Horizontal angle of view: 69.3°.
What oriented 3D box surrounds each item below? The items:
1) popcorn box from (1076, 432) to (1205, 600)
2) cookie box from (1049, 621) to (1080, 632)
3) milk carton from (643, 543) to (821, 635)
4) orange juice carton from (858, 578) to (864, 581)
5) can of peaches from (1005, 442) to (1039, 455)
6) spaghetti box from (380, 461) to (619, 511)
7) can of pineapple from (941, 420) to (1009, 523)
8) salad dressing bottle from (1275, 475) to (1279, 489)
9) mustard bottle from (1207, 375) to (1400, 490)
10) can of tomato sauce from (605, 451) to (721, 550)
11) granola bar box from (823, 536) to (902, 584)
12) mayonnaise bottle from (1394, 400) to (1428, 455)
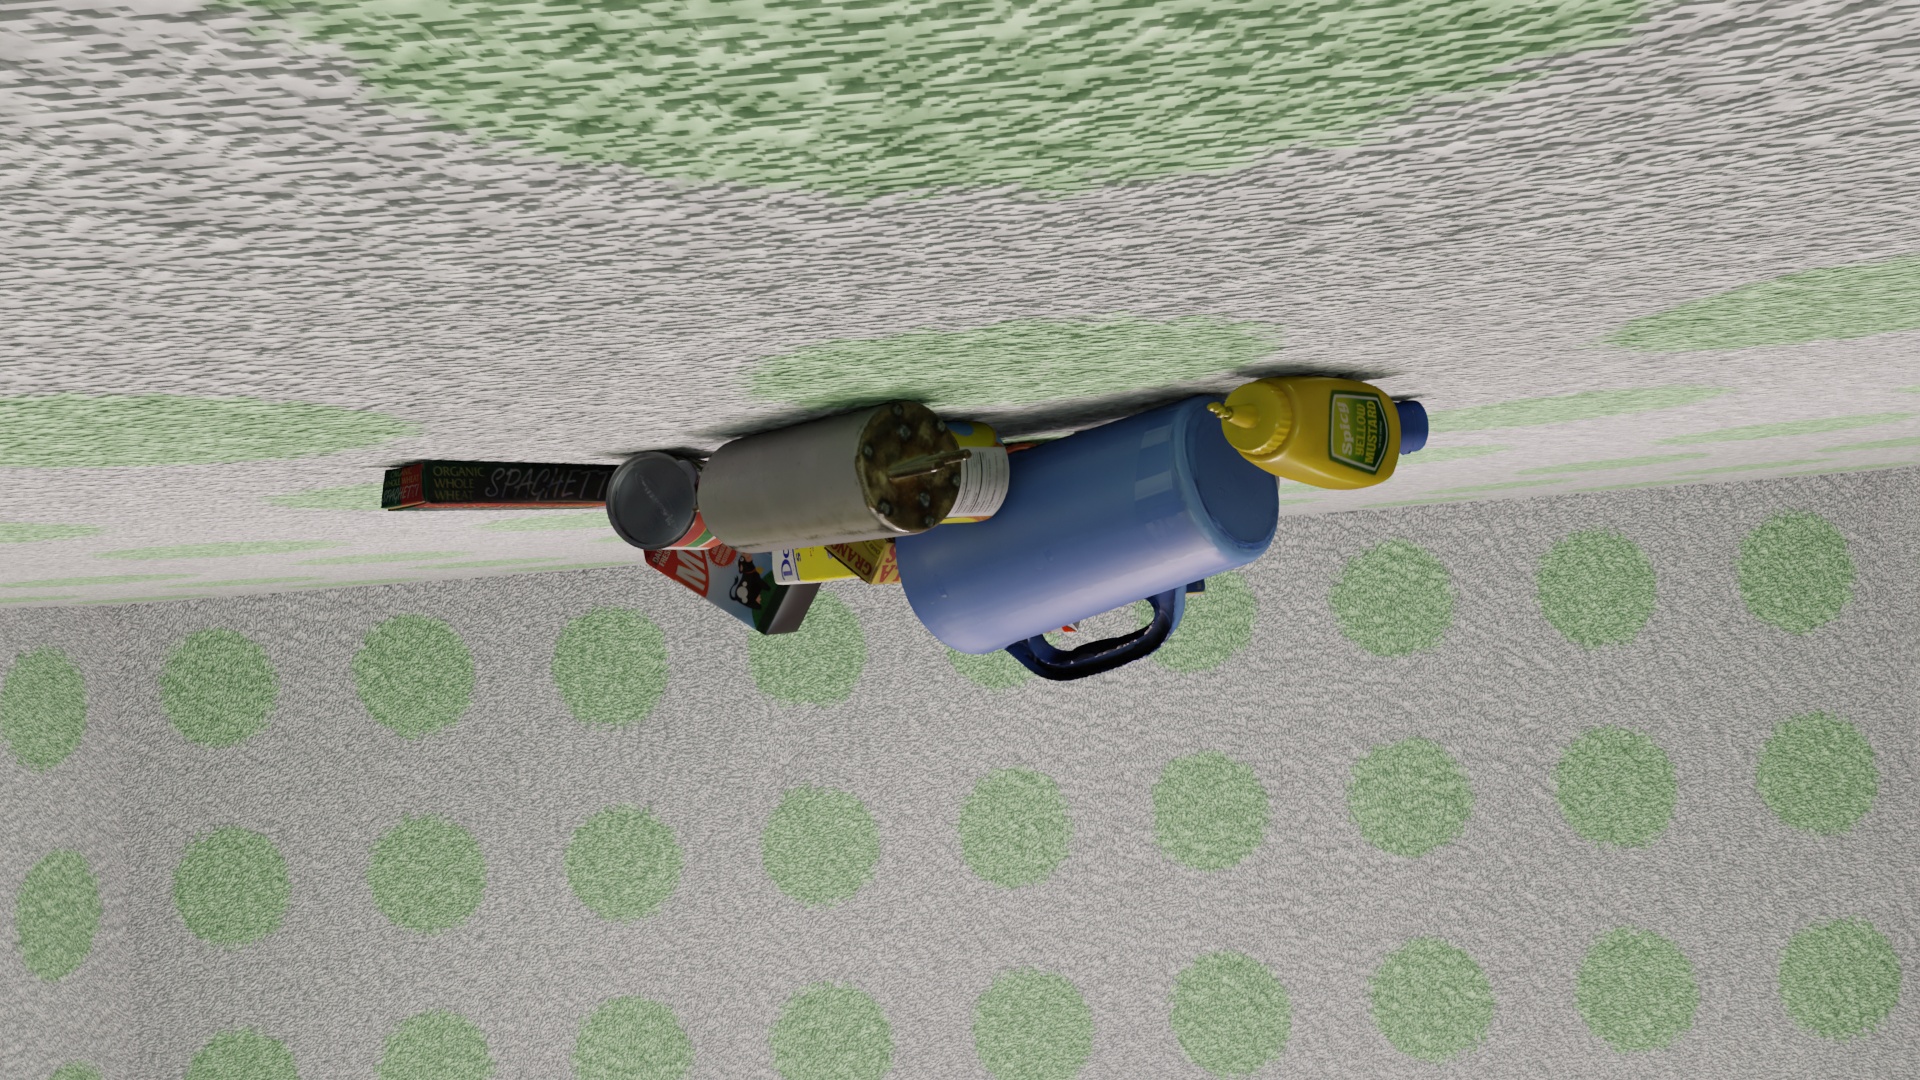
[{"bbox_3d":[0.130,-0.019,1.020,0.085,0.126,0.038,-5,174,1],"label":"popcorn box"},{"bbox_3d":[0.069,0.007,1.286,0.123,0.168,0.040,-6,139,34],"label":"cookie box"},{"bbox_3d":[-0.237,0.016,1.370,0.191,0.073,0.072,29,-172,18],"label":"milk carton"},{"bbox_3d":[-0.075,-0.009,1.295,0.073,0.072,0.192,35,162,-20],"label":"orange juice carton"},{"bbox_3d":[0.051,-0.042,1.079,0.071,0.071,0.058,-5,178,9],"label":"can of peaches"},{"bbox_3d":[-0.284,-0.037,0.991,0.050,0.028,0.250,-6,177,38],"label":"spaghetti box"},{"bbox_3d":[-0.012,-0.044,0.880,0.058,0.071,0.071,-3,177,-39],"label":"can of pineapple"},{"bbox_3d":[0.283,-0.060,1.382,0.064,0.044,0.148,-3,177,16],"label":"salad dressing bottle"},{"bbox_3d":[0.193,-0.064,0.792,0.160,0.065,0.049,3,177,-44],"label":"mustard bottle"},{"bbox_3d":[-0.196,-0.028,0.964,0.071,0.071,0.083,-5,178,12],"label":"can of tomato sauce"},{"bbox_3d":[-0.049,-0.016,1.050,0.124,0.039,0.166,37,-158,31],"label":"granola bar box"},{"bbox_3d":[0.243,-0.073,0.948,0.148,0.041,0.064,-5,180,-10],"label":"mayonnaise bottle"}]
